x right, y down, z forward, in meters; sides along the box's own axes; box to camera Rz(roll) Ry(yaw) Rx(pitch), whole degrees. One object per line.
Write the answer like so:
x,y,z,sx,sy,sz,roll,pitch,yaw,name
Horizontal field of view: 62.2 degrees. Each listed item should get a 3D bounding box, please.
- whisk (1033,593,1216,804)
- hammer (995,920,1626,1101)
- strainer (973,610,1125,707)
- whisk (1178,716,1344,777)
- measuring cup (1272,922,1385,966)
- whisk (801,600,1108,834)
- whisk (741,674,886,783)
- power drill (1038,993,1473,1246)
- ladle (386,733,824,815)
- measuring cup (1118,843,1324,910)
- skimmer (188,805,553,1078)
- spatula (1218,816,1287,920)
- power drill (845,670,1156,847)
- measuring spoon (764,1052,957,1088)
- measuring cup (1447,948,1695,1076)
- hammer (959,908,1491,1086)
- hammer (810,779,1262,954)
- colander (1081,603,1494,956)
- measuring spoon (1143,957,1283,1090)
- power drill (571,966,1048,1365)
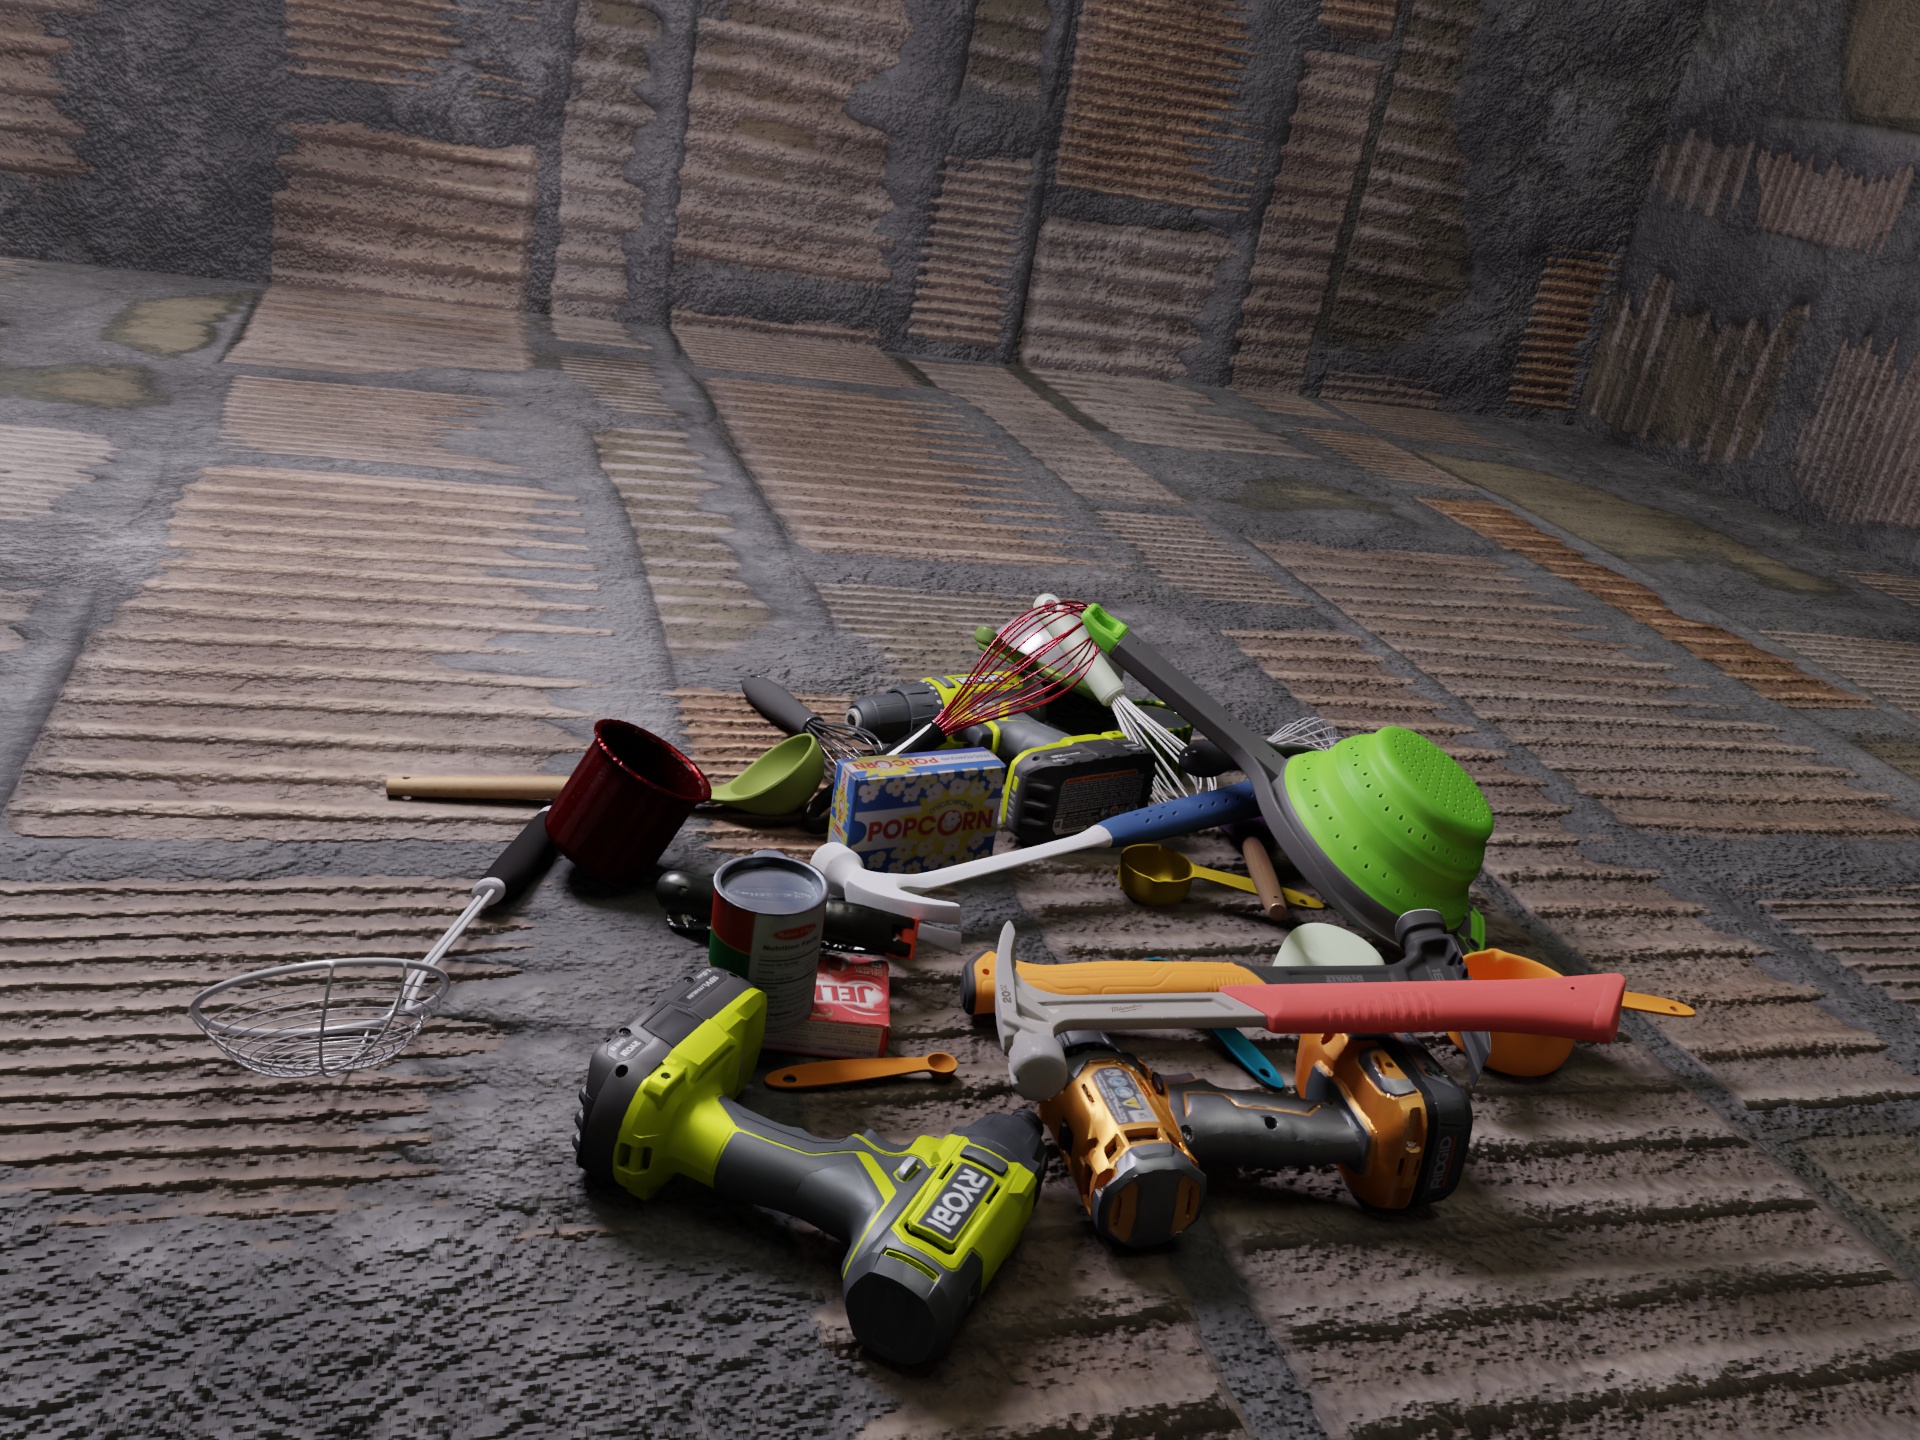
0.136,-0.014,1.355,0.058,0.059,0.246,-30,68,-14,whisk
0.200,0.161,0.918,0.359,0.036,0.149,-1,22,-2,hammer
0.077,-0.076,1.453,0.151,0.069,0.256,25,2,24,strainer
0.260,0.031,1.358,0.070,0.070,0.284,27,16,34,whisk
0.219,0.167,1.089,0.167,0.038,0.083,8,25,-26,measuring cup
-0.002,-0.004,1.237,0.296,0.073,0.073,-36,40,-12,whisk
-0.127,0.008,1.336,0.055,0.055,0.239,-6,24,-34,whisk
0.154,0.216,0.929,0.226,0.084,0.185,-2,24,-16,power drill
-0.261,0.039,1.191,0.320,0.062,0.078,1,15,-14,ladle
0.195,0.131,1.203,0.156,0.029,0.062,14,23,3,measuring cup
-0.322,0.106,0.965,0.127,0.090,0.363,-19,17,13,skimmer
0.228,0.103,1.219,0.060,0.018,0.316,11,10,4,spatula
0.032,0.023,1.323,0.190,0.080,0.229,-6,25,-36,power drill
-0.058,0.210,0.940,0.117,0.011,0.021,-2,25,-17,measuring spoon
0.414,0.207,1.086,0.173,0.052,0.095,8,23,-9,measuring cup
0.168,0.177,1.024,0.337,0.034,0.127,1,40,-7,hammer
0.099,0.090,1.172,0.405,0.035,0.144,-11,21,-34,hammer
0.266,0.020,1.197,0.397,0.094,0.204,40,29,3,colander
0.162,0.203,1.042,0.042,0.021,0.129,-3,35,-41,measuring spoon
-0.071,0.220,0.830,0.223,0.080,0.171,22,26,17,power drill
